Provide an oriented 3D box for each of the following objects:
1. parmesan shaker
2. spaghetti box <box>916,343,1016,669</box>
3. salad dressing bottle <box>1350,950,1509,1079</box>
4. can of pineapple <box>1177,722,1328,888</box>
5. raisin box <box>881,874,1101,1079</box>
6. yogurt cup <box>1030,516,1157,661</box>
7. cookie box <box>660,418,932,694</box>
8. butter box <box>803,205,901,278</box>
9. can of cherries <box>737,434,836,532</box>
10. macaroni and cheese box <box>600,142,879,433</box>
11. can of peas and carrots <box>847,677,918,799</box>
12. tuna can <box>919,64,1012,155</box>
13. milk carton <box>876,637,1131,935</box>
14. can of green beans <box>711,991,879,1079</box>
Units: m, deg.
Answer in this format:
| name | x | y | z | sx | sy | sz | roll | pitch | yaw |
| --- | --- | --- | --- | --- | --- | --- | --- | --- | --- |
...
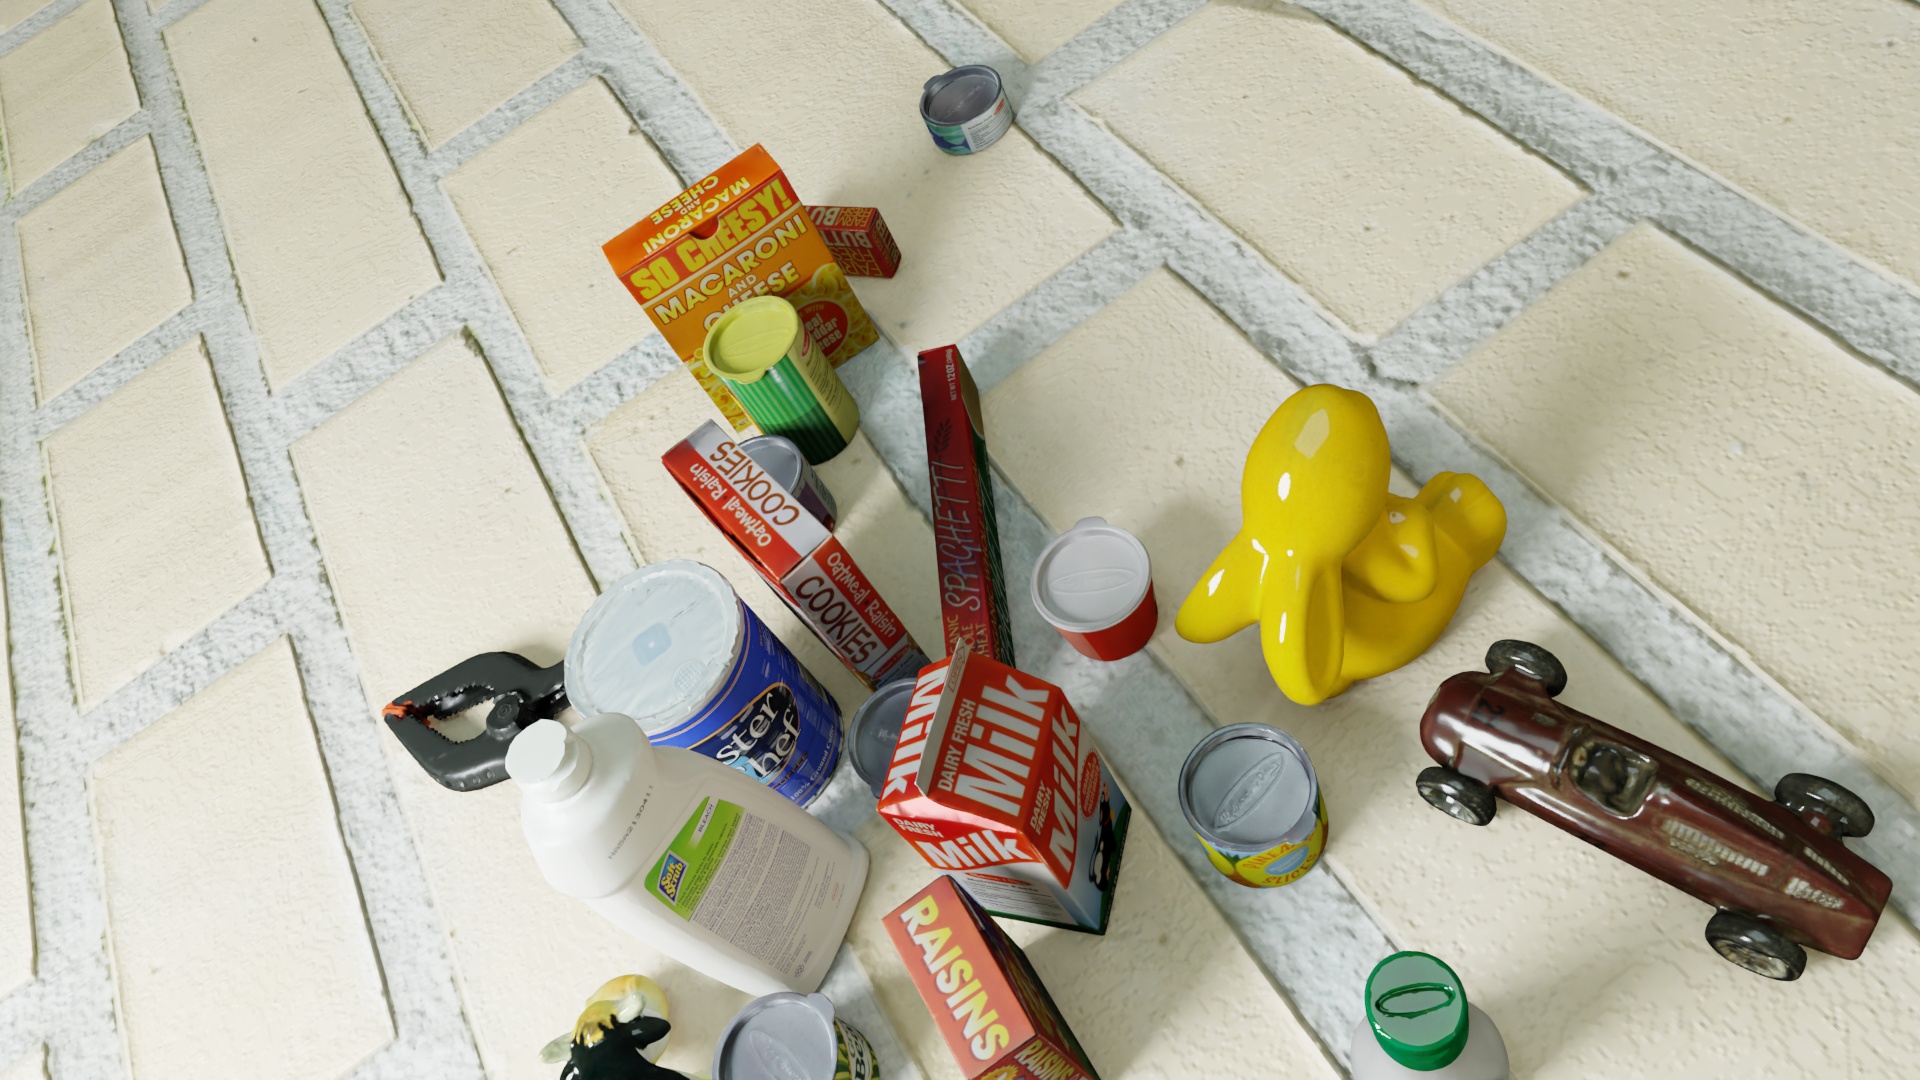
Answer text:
| name | x | y | z | sx | sy | sz | roll | pitch | yaw |
| --- | --- | --- | --- | --- | --- | --- | --- | --- | --- |
| parmesan shaker | -0.116 | -0.100 | 0.915 | 0.071 | 0.102 | 0.071 | -10 | 55 | 16 |
| spaghetti box | 0.003 | -0.011 | 0.841 | 0.028 | 0.050 | 0.251 | -15 | 54 | 12 |
| salad dressing bottle | 0.188 | 0.204 | 0.563 | 0.064 | 0.147 | 0.044 | -15 | 54 | 13 |
| can of pineapple | 0.146 | 0.133 | 0.684 | 0.071 | 0.057 | 0.071 | -10 | 55 | 15 |
| raisin box | 0.018 | 0.215 | 0.639 | 0.040 | 0.123 | 0.086 | -34 | 52 | -2 |
| yogurt cup | 0.079 | 0.032 | 0.780 | 0.072 | 0.053 | 0.073 | -10 | 55 | 15 |
| cookie box | -0.088 | 0.019 | 0.783 | 0.040 | 0.166 | 0.123 | -43 | 53 | -9 |
| butter box | -0.098 | -0.220 | 1.018 | 0.103 | 0.053 | 0.024 | 8 | 62 | 26 |
| can of cherries | -0.123 | -0.024 | 0.895 | 0.071 | 0.058 | 0.072 | -10 | 55 | 15 |
| macaroni and cheese box | -0.141 | -0.163 | 0.926 | 0.124 | 0.166 | 0.040 | -35 | 52 | -2 |
| can of peas and carrots | -0.021 | 0.119 | 0.759 | 0.071 | 0.058 | 0.071 | -10 | 55 | 15 |
| tuna can | 0.003 | -0.330 | 1.063 | 0.071 | 0.032 | 0.071 | -10 | 55 | 15 |
| milk carton | 0.020 | 0.120 | 0.659 | 0.073 | 0.190 | 0.072 | 3 | 60 | 24 |
| can of green beans | -0.080 | 0.264 | 0.687 | 0.071 | 0.057 | 0.071 | -10 | 55 | 15 |
